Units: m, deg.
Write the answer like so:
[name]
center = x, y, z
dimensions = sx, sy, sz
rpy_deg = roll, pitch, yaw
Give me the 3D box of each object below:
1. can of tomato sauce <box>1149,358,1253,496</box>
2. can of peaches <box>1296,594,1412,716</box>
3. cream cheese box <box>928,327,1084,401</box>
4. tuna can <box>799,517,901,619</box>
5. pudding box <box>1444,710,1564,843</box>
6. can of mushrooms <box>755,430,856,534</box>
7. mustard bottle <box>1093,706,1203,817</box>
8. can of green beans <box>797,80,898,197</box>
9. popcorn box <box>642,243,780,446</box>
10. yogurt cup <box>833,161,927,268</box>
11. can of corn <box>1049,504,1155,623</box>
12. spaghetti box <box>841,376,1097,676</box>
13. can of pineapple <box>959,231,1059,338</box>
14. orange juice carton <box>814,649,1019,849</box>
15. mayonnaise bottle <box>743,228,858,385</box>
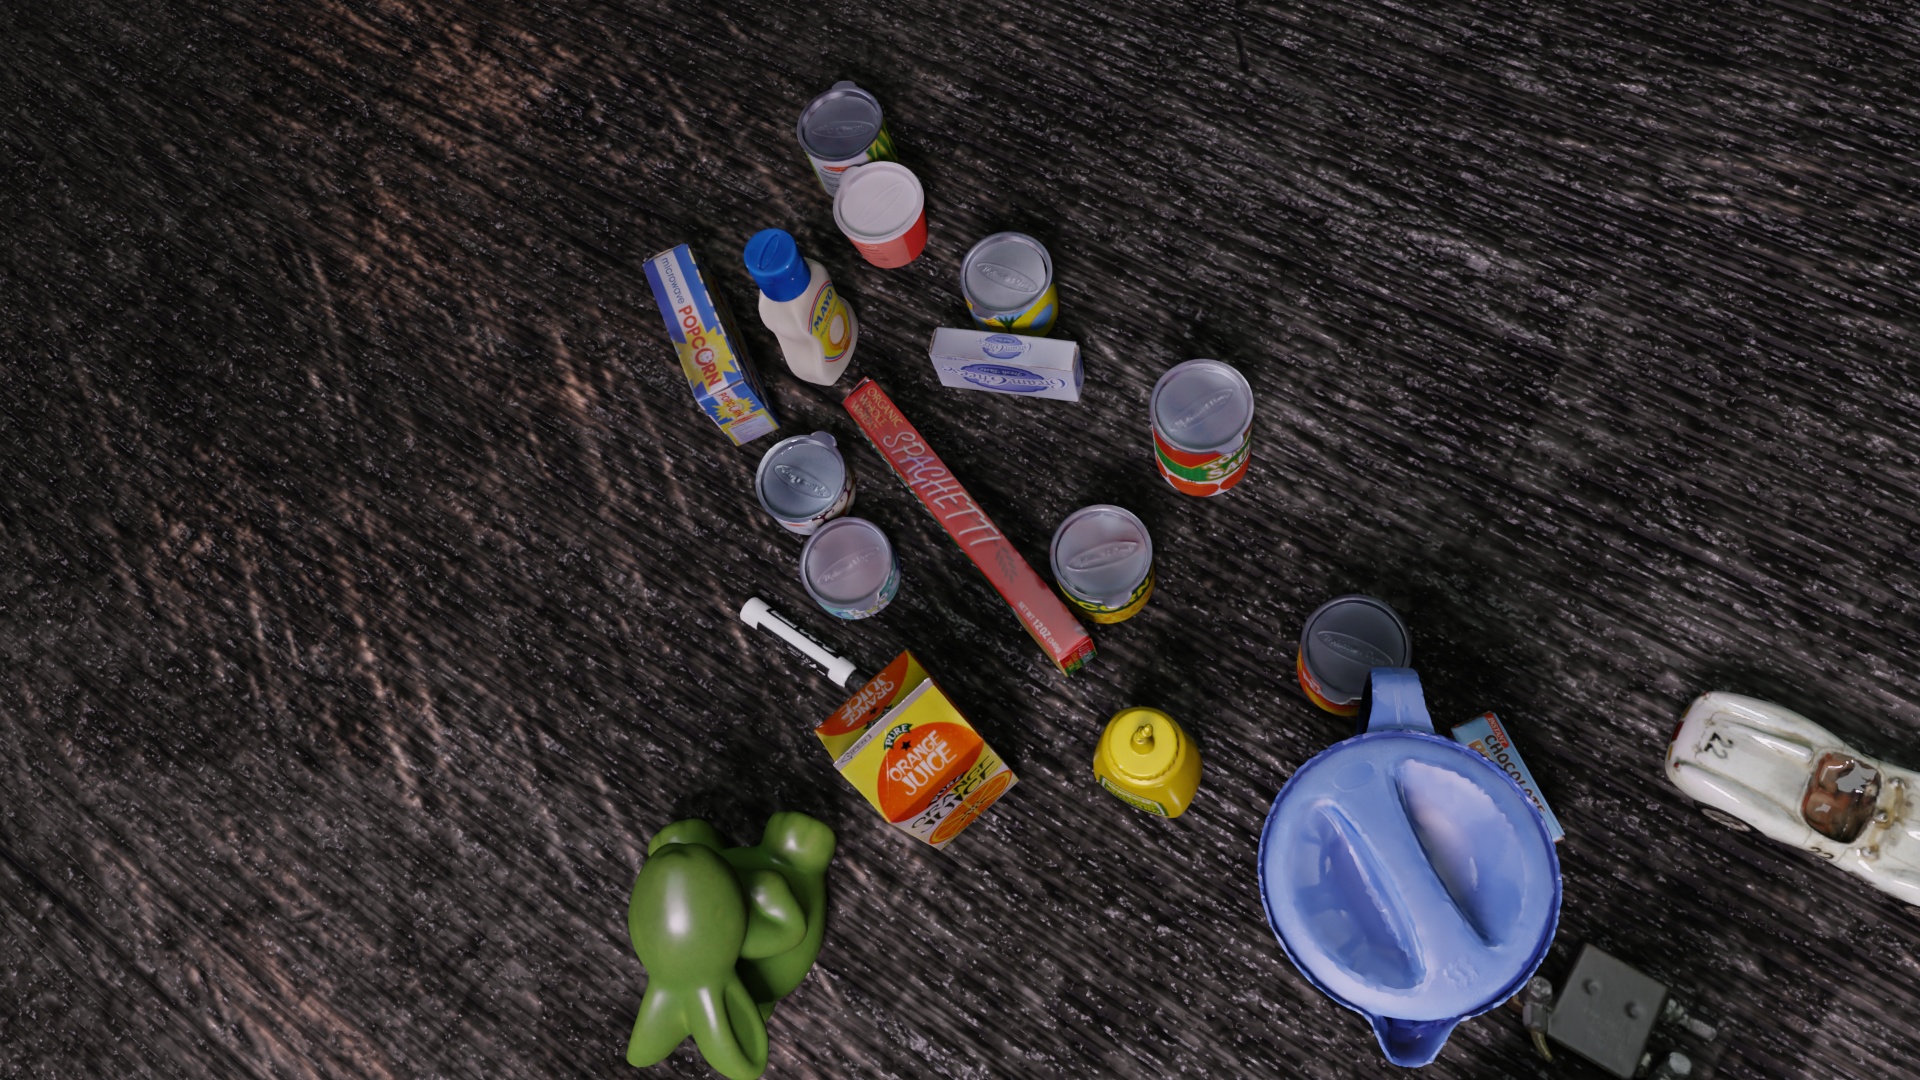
[can of tomato sauce]
center = 0.163, -0.072, 0.925
dimensions = 0.071, 0.083, 0.071
rpy_deg = -3, 71, 10
[can of peaches]
center = 0.245, 0.075, 0.872
dimensions = 0.071, 0.058, 0.071
rpy_deg = -3, 71, 9
[cream cheese box]
center = 0.034, -0.125, 0.983
dimensions = 0.104, 0.053, 0.024
rpy_deg = 8, 73, 13
[tuna can]
center = -0.075, 0.022, 0.963
dimensions = 0.071, 0.032, 0.071
rpy_deg = -3, 71, 9
[pudding box]
center = 0.325, 0.149, 0.836
dimensions = 0.030, 0.049, 0.084
rpy_deg = -24, 69, 2
[can of mushrooms]
center = -0.108, -0.041, 0.991
dimensions = 0.071, 0.033, 0.071
rpy_deg = -3, 71, 9
[mustard bottle]
center = 0.109, 0.128, 0.824
dimensions = 0.065, 0.160, 0.049
rpy_deg = 23, 77, 17
[can of green beans]
center = -0.085, -0.303, 1.064
dimensions = 0.071, 0.057, 0.071
rpy_deg = -3, 71, 9
[popcorn box]
center = -0.181, -0.142, 1.011
dimensions = 0.038, 0.085, 0.127
rpy_deg = -25, 69, 1
[yogurt cup]
center = -0.056, -0.240, 1.039
dimensions = 0.072, 0.054, 0.072
rpy_deg = -3, 71, 9
[can of corn]
center = 0.096, 0.019, 0.919
dimensions = 0.071, 0.058, 0.071
rpy_deg = -3, 71, 9
[spaghetti box]
center = 0.003, -0.012, 0.951
dimensions = 0.029, 0.050, 0.250
rpy_deg = -39, 69, -4
[can of pineapple]
center = 0.035, -0.178, 0.999
dimensions = 0.071, 0.057, 0.071
rpy_deg = -3, 71, 9
[orange juice carton]
center = -0.026, 0.126, 0.833
dimensions = 0.072, 0.192, 0.073
rpy_deg = -41, 69, -4
[mayonnaise bottle]
center = -0.111, -0.165, 0.973
dimensions = 0.041, 0.147, 0.065
rpy_deg = 17, 76, 16
